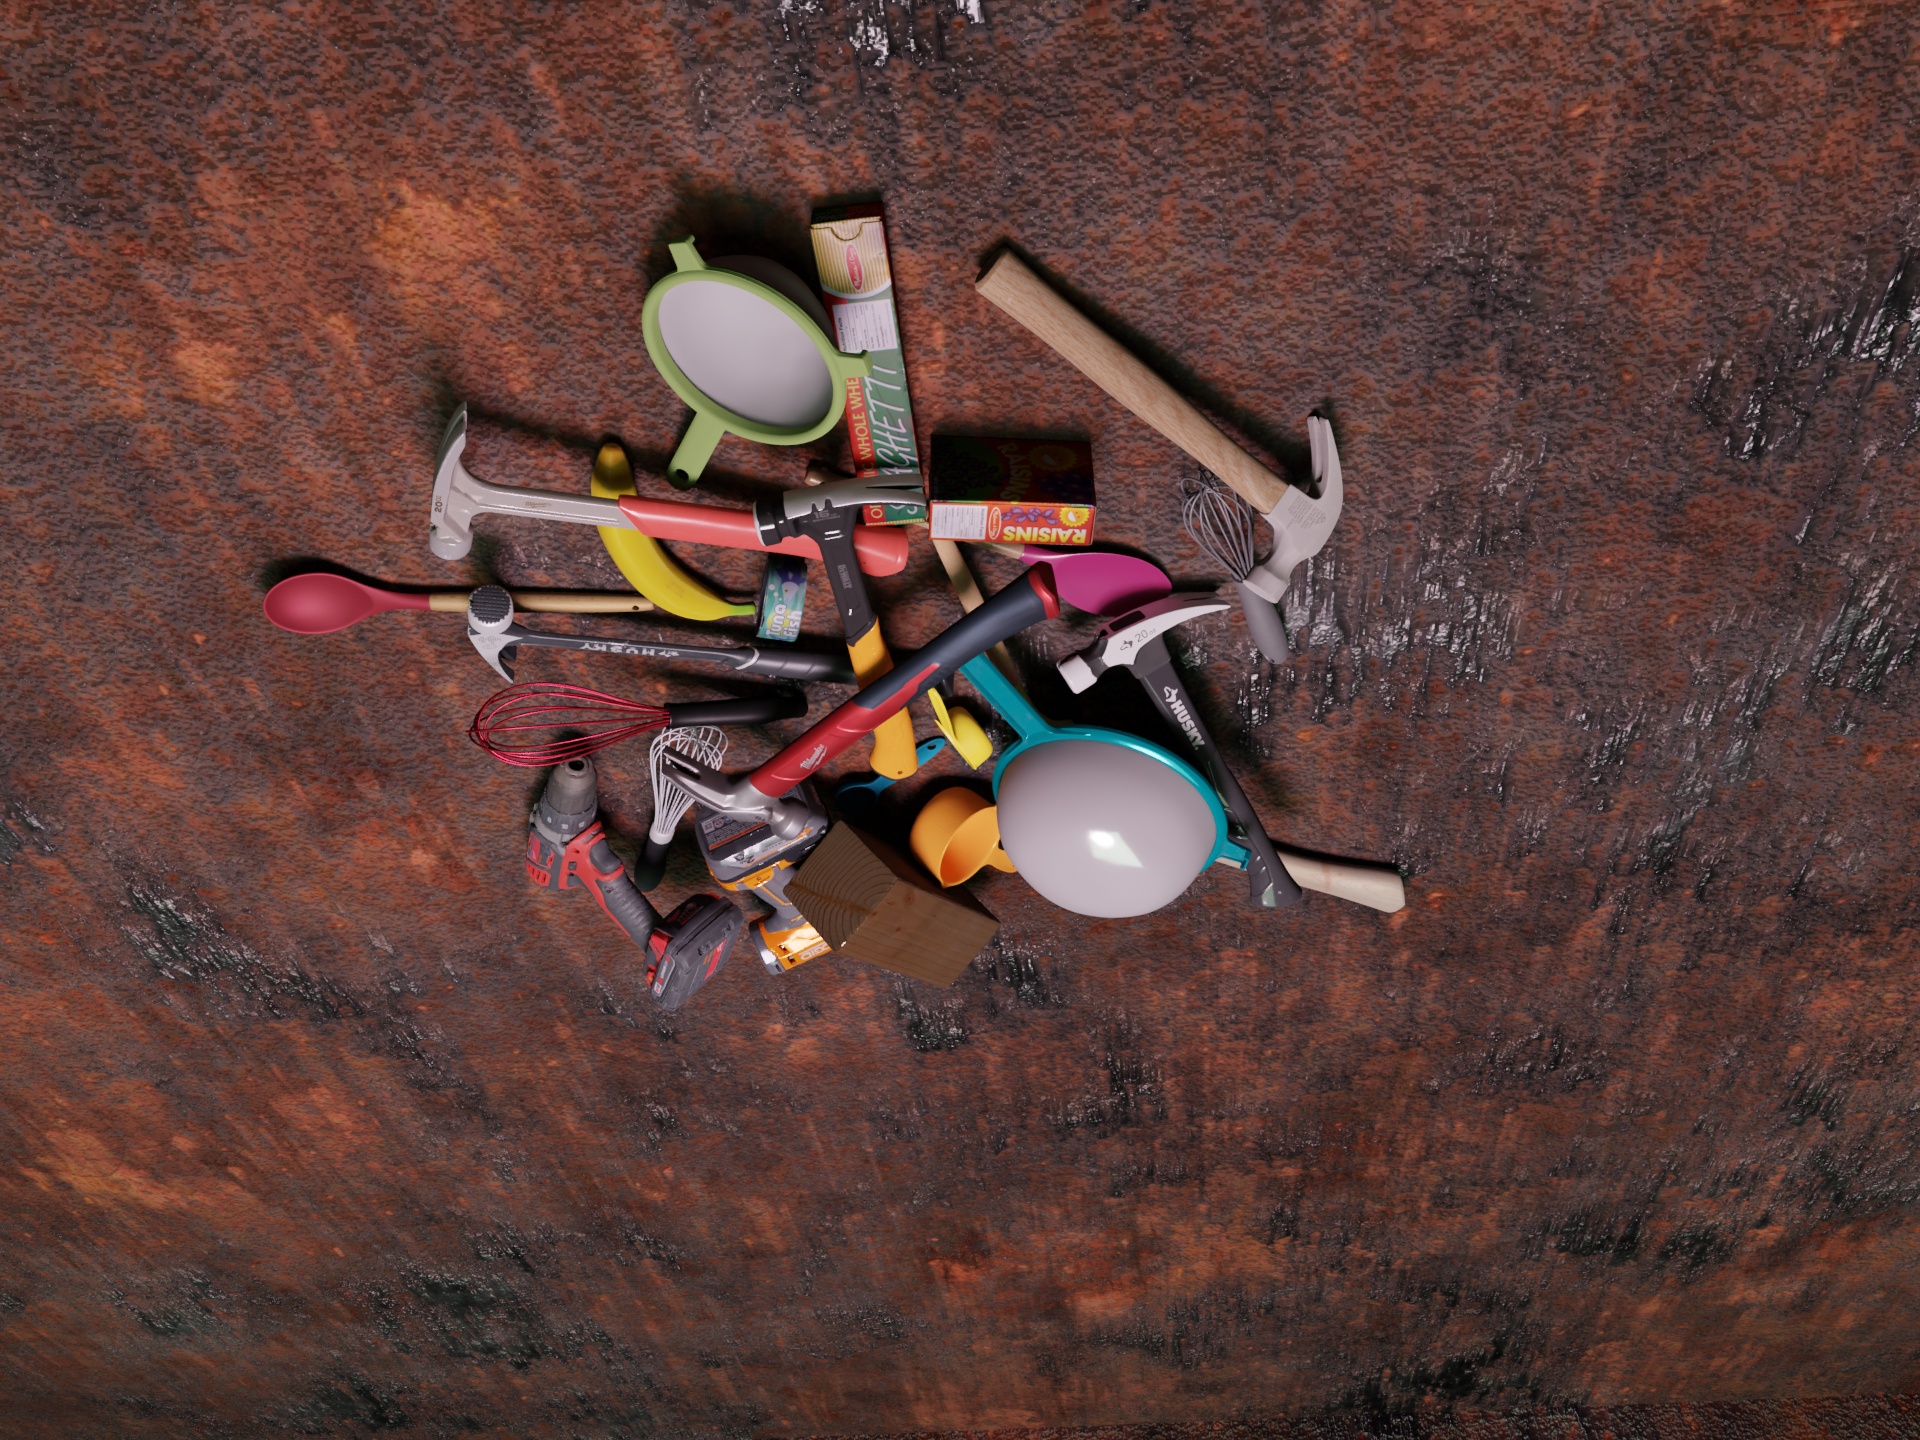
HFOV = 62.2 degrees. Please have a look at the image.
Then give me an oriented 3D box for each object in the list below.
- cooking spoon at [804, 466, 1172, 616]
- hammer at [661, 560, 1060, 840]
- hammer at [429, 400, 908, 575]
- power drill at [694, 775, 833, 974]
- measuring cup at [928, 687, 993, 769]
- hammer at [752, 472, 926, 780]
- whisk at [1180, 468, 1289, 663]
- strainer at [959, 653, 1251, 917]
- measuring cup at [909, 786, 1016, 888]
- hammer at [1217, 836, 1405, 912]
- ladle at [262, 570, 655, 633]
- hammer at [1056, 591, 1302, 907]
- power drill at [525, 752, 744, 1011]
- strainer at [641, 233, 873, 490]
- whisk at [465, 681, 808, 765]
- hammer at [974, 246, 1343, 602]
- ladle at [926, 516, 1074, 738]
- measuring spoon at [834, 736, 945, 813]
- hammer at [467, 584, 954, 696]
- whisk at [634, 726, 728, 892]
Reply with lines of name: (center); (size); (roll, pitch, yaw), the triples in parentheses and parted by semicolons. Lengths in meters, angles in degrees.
cooking spoon: (0.026, -0.145, 1.274); (0.318, 0.017, 0.068); (17, 135, -19)
hammer: (-0.077, -0.021, 1.271); (0.143, 0.038, 0.386); (30, 132, -32)
hammer: (-0.208, -0.155, 1.193); (0.359, 0.037, 0.149); (5, 149, -22)
power drill: (-0.149, 0.147, 1.542); (0.164, 0.084, 0.226); (-25, 140, -3)
measuring cup: (-0.002, -0.004, 1.376); (0.029, 0.062, 0.156); (-37, 158, -6)
hammer: (-0.068, -0.062, 1.282); (0.127, 0.034, 0.336); (-10, 141, 1)
whisk: (0.227, -0.119, 1.287); (0.055, 0.055, 0.238); (-16, 140, 17)
strainer: (0.079, 0.066, 1.335); (0.211, 0.095, 0.340); (-16, 129, 39)
measuring cup: (0.010, 0.116, 1.538); (0.095, 0.052, 0.173); (-56, 152, 2)
hammer: (0.256, 0.130, 1.565); (0.410, 0.038, 0.146); (18, 136, -19)
ladle: (-0.413, -0.099, 1.318); (0.315, 0.031, 0.069); (0, 140, -3)
hammer: (0.220, 0.038, 1.377); (0.146, 0.035, 0.334); (-32, 118, 2)
power drill: (-0.311, 0.143, 1.479); (0.227, 0.080, 0.187); (40, 141, 11)
strainer: (-0.158, -0.247, 1.136); (0.151, 0.069, 0.256); (31, 149, -11)
whisk: (-0.270, -0.003, 1.357); (0.295, 0.073, 0.073); (-4, 142, -26)
hammer: (0.148, -0.227, 1.144); (0.331, 0.031, 0.130); (34, 92, -22)
ladle: (0.029, -0.056, 1.346); (0.078, 0.062, 0.319); (-33, 131, -6)
measuring spoon: (-0.066, 0.045, 1.490); (0.128, 0.021, 0.042); (-34, 135, 20)
hammer: (-0.202, -0.052, 1.343); (0.408, 0.036, 0.149); (6, 162, -13)
whisk: (-0.278, 0.087, 1.506); (0.070, 0.070, 0.284); (13, 141, -14)
